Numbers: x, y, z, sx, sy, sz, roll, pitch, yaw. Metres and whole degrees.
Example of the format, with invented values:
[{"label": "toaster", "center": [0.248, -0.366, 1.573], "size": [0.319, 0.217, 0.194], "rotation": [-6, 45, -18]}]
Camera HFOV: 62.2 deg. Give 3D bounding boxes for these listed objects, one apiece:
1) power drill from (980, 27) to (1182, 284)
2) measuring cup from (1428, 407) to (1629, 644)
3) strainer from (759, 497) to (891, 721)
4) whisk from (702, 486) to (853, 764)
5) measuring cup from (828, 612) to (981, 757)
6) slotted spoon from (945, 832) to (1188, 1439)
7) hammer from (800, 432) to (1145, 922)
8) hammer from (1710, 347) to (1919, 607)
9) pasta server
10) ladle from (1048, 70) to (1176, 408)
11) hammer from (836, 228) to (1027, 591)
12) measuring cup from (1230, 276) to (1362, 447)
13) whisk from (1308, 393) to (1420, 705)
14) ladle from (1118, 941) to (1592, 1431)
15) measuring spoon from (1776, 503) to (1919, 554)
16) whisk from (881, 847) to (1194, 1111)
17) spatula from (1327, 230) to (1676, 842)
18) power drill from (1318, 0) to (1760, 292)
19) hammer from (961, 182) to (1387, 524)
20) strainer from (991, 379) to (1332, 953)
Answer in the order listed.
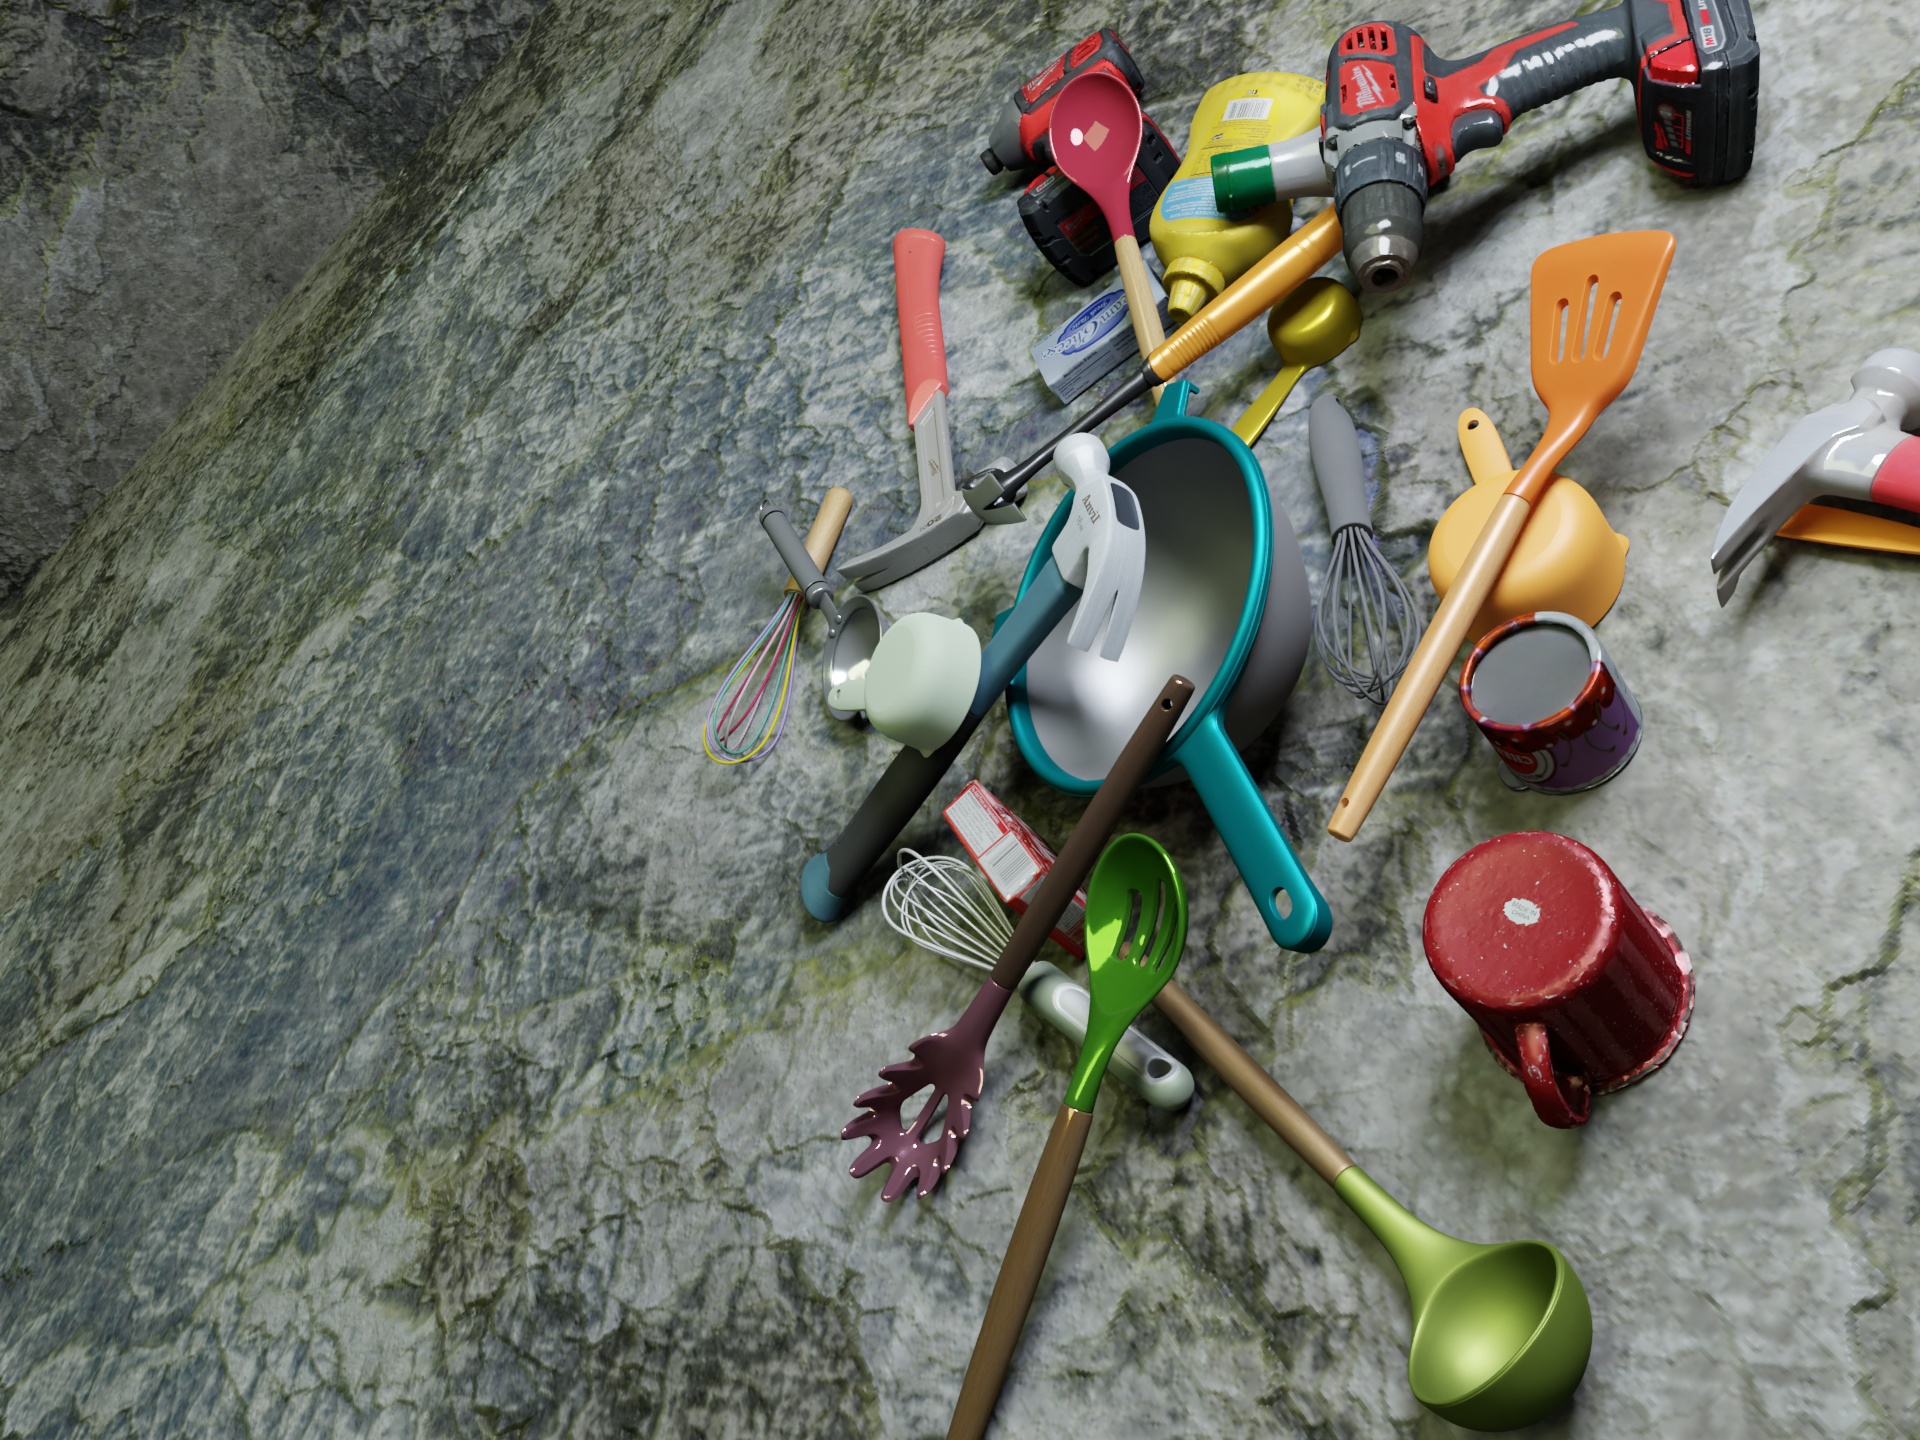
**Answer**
[{"label": "power drill", "center": [0.088, -0.437, 1.225], "size": [0.143, 0.078, 0.220], "rotation": [-32, 40, 19]}, {"label": "measuring cup", "center": [0.276, -0.115, 0.818], "size": [0.095, 0.052, 0.174], "rotation": [-26, 47, 25]}, {"label": "strainer", "center": [-0.093, -0.084, 1.115], "size": [0.259, 0.050, 0.086], "rotation": [57, 130, 40]}, {"label": "whisk", "center": [-0.131, -0.074, 1.166], "size": [0.047, 0.051, 0.245], "rotation": [-10, 51, 44]}, {"label": "measuring cup", "center": [-0.049, -0.022, 0.931], "size": [0.168, 0.038, 0.083], "rotation": [-4, 70, 57]}, {"label": "slotted spoon", "center": [0.046, 0.206, 0.749], "size": [0.070, 0.031, 0.314], "rotation": [16, 86, 55]}, {"label": "hammer", "center": [-0.001, -0.003, 0.915], "size": [0.331, 0.033, 0.128], "rotation": [-52, 35, 29]}, {"label": "hammer", "center": [0.480, -0.045, 0.578], "size": [0.143, 0.038, 0.387], "rotation": [-44, 40, -12]}, {"label": "pasta server", "center": [0.032, 0.113, 0.805], "size": [0.060, 0.040, 0.316], "rotation": [34, 109, 15]}, {"label": "ladle", "center": [0.116, -0.298, 1.058], "size": [0.069, 0.031, 0.316], "rotation": [-22, 66, 26]}, {"label": "hammer", "center": [-0.034, -0.259, 1.225], "size": [0.149, 0.036, 0.359], "rotation": [-28, 45, 24]}, {"label": "measuring cup", "center": [0.190, -0.212, 0.988], "size": [0.156, 0.029, 0.062], "rotation": [-53, 40, -8]}, {"label": "whisk", "center": [0.212, -0.103, 0.873], "size": [0.055, 0.055, 0.239], "rotation": [-24, 42, 27]}, {"label": "ladle", "center": [0.149, 0.181, 0.704], "size": [0.078, 0.062, 0.320], "rotation": [-46, 37, 0]}, {"label": "measuring spoon", "center": [0.402, -0.083, 0.716], "size": [0.021, 0.011, 0.117], "rotation": [-47, 36, -13]}, {"label": "whisk", "center": [0.036, 0.135, 0.851], "size": [0.058, 0.059, 0.247], "rotation": [-32, 39, -23]}, {"label": "spatula", "center": [0.247, -0.088, 0.753], "size": [0.081, 0.041, 0.323], "rotation": [14, 71, 58]}, {"label": "power drill", "center": [0.314, -0.329, 0.884], "size": [0.227, 0.080, 0.188], "rotation": [-6, 58, 20]}, {"label": "hammer", "center": [0.142, -0.232, 0.965], "size": [0.337, 0.034, 0.127], "rotation": [-38, 10, 1]}, {"label": "strainer", "center": [0.137, -0.008, 0.821], "size": [0.211, 0.095, 0.341], "rotation": [-53, 37, 28]}]
